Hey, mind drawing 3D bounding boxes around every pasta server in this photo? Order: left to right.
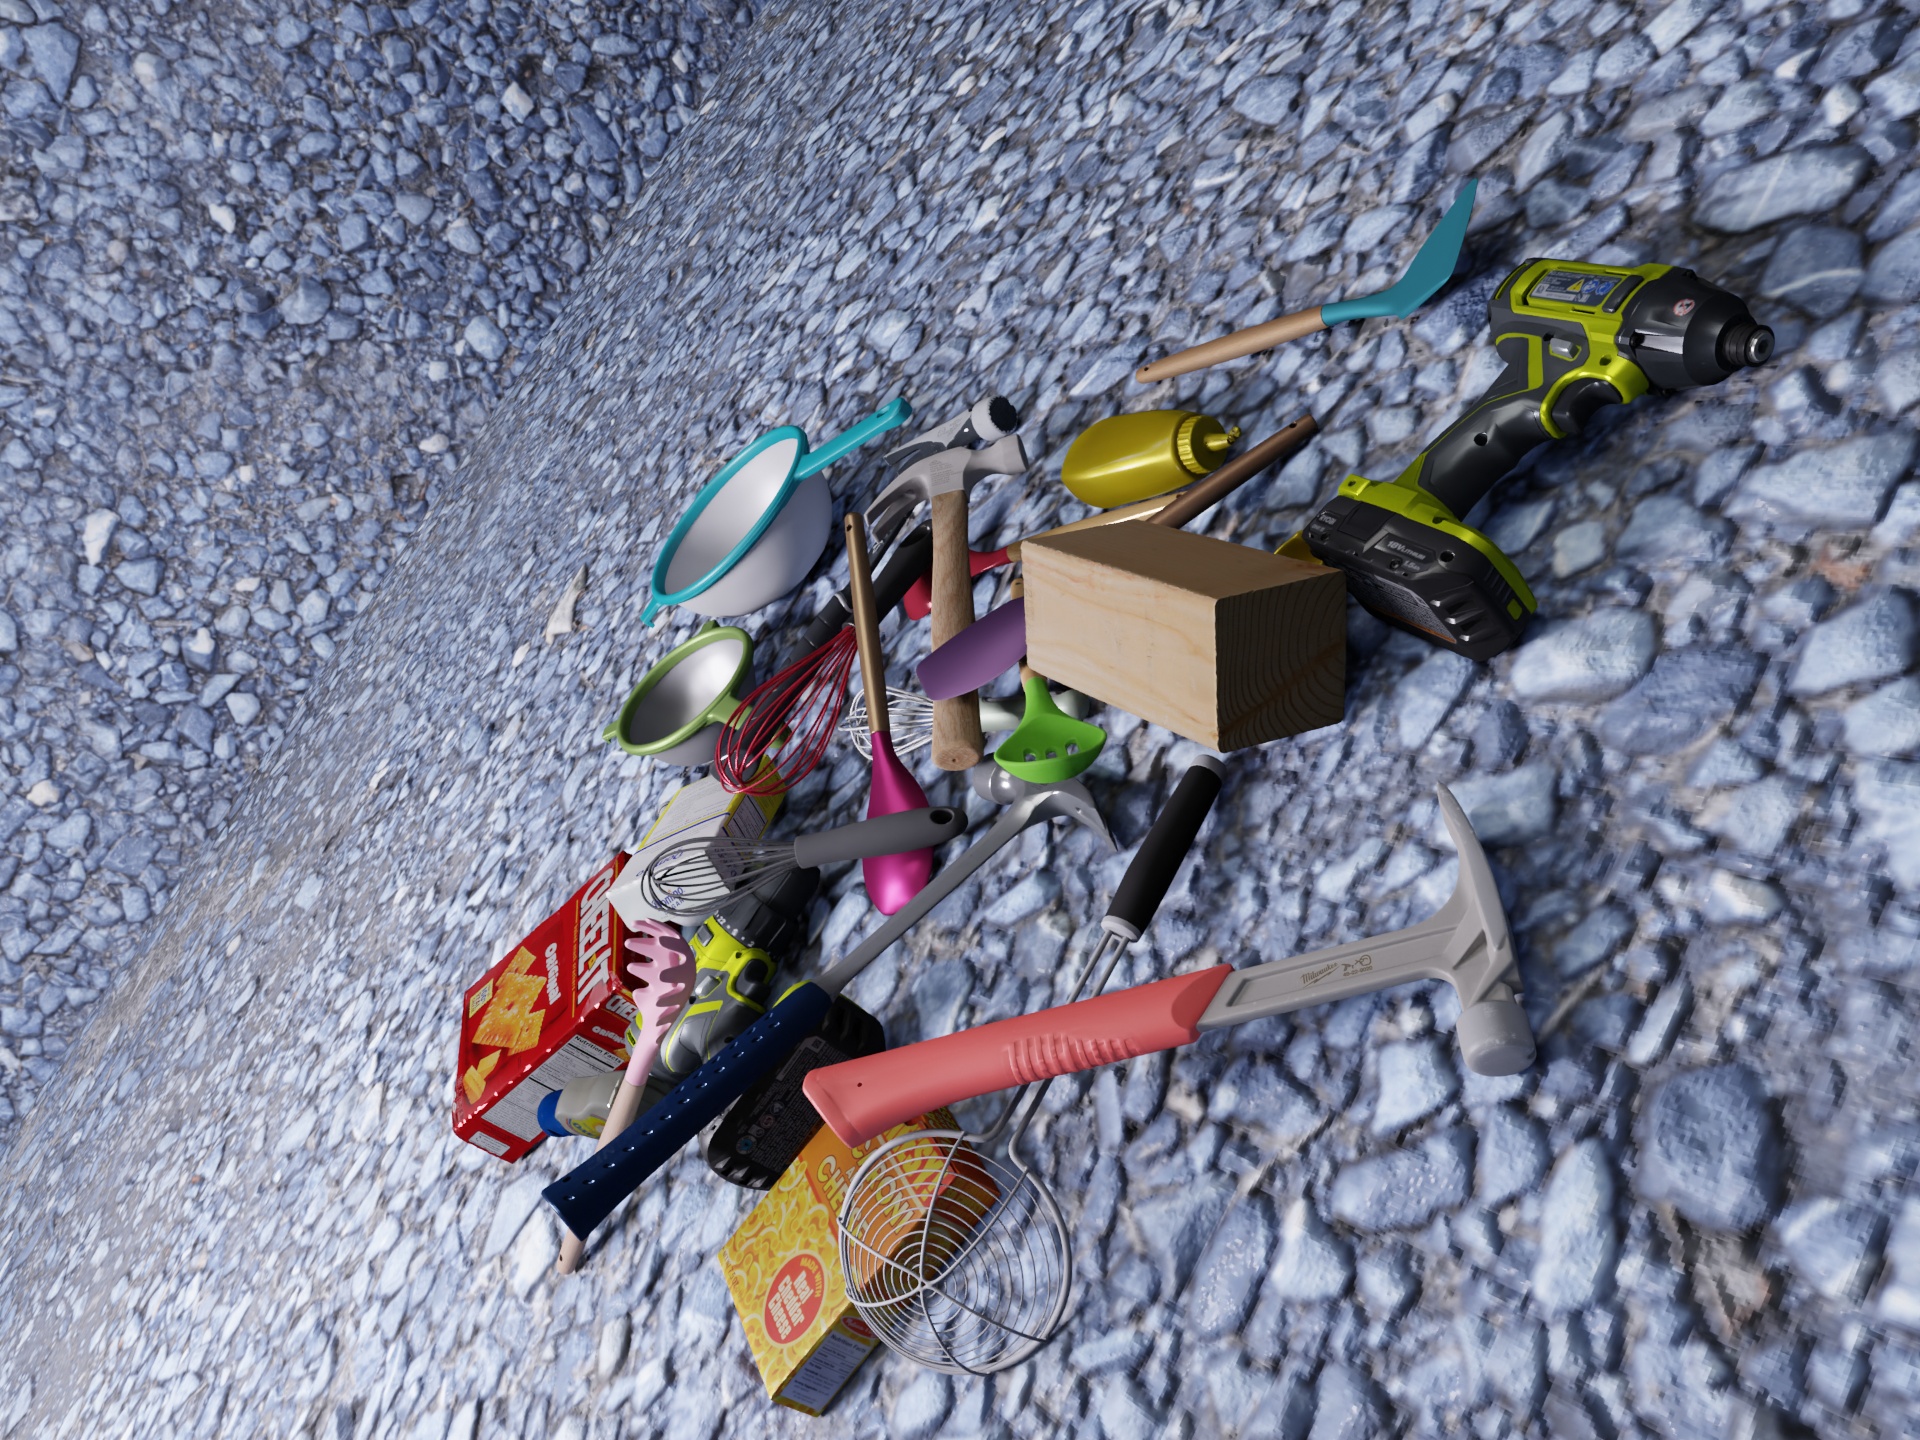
[{"bbox_3d":[-0.236,0.265,1.085,0.060,0.040,0.316,49,125,44],"label":"pasta server"}]

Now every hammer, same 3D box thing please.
[{"bbox_3d":[-0.073,0.157,0.952,0.405,0.035,0.144,-39,28,-22],"label":"hammer"},{"bbox_3d":[-0.092,-0.111,1.323,0.149,0.036,0.409,-11,41,51],"label":"hammer"},{"bbox_3d":[-0.008,-0.091,1.169,0.130,0.031,0.332,-14,44,13],"label":"hammer"},{"bbox_3d":[0.088,0.140,0.786,0.359,0.036,0.149,-18,44,18],"label":"hammer"}]

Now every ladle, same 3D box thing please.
[{"bbox_3d":[0.059,-0.131,1.210,0.315,0.031,0.069,-12,48,46],"label":"ladle"}]

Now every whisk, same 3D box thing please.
[{"bbox_3d":[-0.109,0.093,1.099,0.239,0.055,0.055,-13,43,11],"label":"whisk"},{"bbox_3d":[-0.091,-0.053,1.223,0.073,0.073,0.296,-6,42,51],"label":"whisk"},{"bbox_3d":[-0.002,-0.004,1.145,0.246,0.057,0.059,-5,89,46],"label":"whisk"}]

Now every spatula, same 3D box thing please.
[{"bbox_3d":[0.105,-0.109,1.068,0.316,0.018,0.060,-35,43,5],"label":"spatula"},{"bbox_3d":[0.231,-0.286,1.116,0.317,0.044,0.082,-7,57,52],"label":"spatula"}]

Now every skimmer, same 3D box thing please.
[{"bbox_3d":[0.059,0.176,0.876,0.127,0.090,0.363,24,61,17],"label":"skimmer"}]

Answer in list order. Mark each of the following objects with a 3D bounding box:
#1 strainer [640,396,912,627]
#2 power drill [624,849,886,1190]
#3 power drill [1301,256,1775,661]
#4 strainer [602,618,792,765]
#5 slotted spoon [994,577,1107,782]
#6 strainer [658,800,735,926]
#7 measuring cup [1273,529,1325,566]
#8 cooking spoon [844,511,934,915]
[{"bbox_3d":[-0.145,-0.192,1.472,0.340,0.095,0.211,-24,37,38],"label":"strainer"},{"bbox_3d":[-0.137,0.197,1.095,0.190,0.080,0.229,-54,28,-1],"label":"power drill"},{"bbox_3d":[0.305,-0.148,0.850,0.223,0.080,0.171,-50,31,0],"label":"power drill"},{"bbox_3d":[-0.200,0.001,1.384,0.151,0.069,0.256,-49,34,-15],"label":"strainer"},{"bbox_3d":[0.051,-0.033,1.070,0.070,0.031,0.314,-11,26,3],"label":"slotted spoon"},{"bbox_3d":[-0.230,0.118,1.333,0.087,0.050,0.259,-20,24,-9],"label":"strainer"},{"bbox_3d":[0.181,-0.071,0.995,0.156,0.029,0.062,-24,41,57],"label":"measuring cup"},{"bbox_3d":[-0.062,-0.013,1.161,0.069,0.017,0.319,-25,61,34],"label":"cooking spoon"}]
